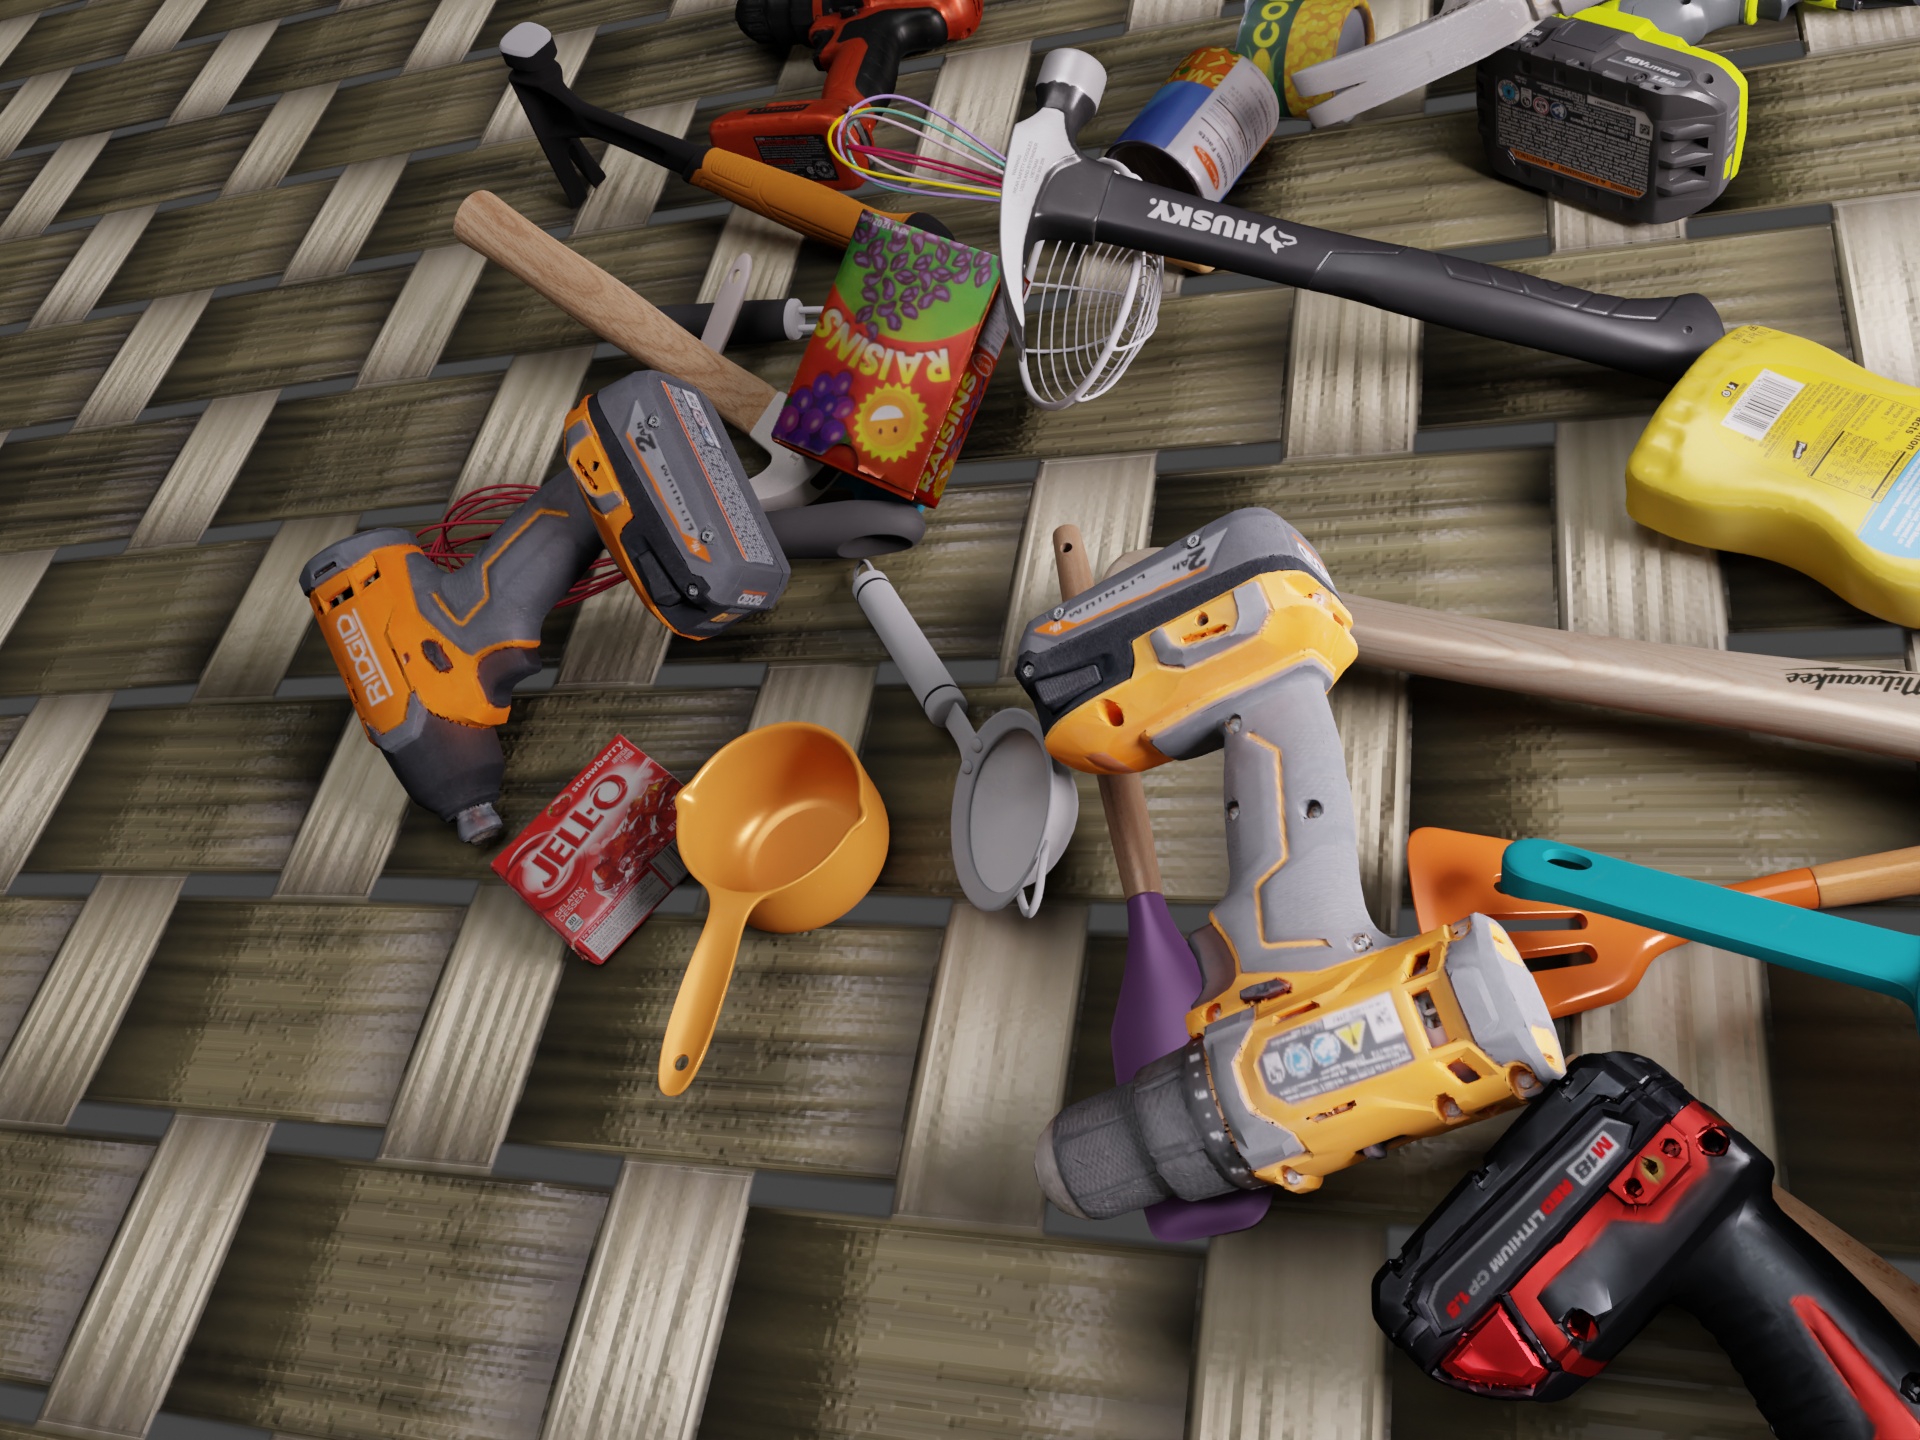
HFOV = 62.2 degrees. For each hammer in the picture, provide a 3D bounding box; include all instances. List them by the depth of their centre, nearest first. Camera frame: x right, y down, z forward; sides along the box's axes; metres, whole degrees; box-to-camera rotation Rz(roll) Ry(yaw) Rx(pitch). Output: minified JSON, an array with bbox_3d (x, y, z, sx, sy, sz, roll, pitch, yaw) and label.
[{"bbox_3d":[0.234,-0.018,0.611,0.411,0.038,0.146,13,32,32],"label":"hammer"},{"bbox_3d":[0.177,-0.201,0.724,0.335,0.035,0.146,16,77,6],"label":"hammer"},{"bbox_3d":[0.285,-0.441,0.873,0.149,0.036,0.359,-13,36,35],"label":"hammer"},{"bbox_3d":[-0.184,-0.220,0.903,0.331,0.031,0.130,37,93,27],"label":"hammer"},{"bbox_3d":[-0.143,-0.332,0.988,0.337,0.127,0.034,28,68,24],"label":"hammer"}]

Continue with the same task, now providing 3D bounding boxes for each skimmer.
[{"bbox_3d":[-0.055,-0.232,0.873,0.363,0.090,0.127,5,87,27],"label":"skimmer"}]

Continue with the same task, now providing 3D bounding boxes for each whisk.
[{"bbox_3d":[-0.158,-0.092,0.829,0.296,0.073,0.073,-1,56,19],"label":"whisk"},{"bbox_3d":[0.031,-0.295,0.891,0.245,0.051,0.047,25,36,18],"label":"whisk"}]

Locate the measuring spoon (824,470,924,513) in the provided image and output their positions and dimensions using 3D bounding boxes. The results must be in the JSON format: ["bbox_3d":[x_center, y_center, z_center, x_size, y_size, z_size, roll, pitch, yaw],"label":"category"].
[{"bbox_3d":[-0.059,-0.130,0.853,0.129,0.021,0.042,30,85,44],"label":"measuring spoon"}]

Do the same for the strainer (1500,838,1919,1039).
[{"bbox_3d":[0.321,0.119,0.465,0.341,0.095,0.211,16,33,38],"label":"strainer"}]

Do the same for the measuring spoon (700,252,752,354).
[{"bbox_3d":[-0.150,-0.211,0.908,0.034,0.018,0.124,27,95,37],"label":"measuring spoon"}]

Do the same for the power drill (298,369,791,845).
[{"bbox_3d":[-0.201,-0.050,0.772,0.226,0.084,0.164,-27,83,16],"label":"power drill"}]

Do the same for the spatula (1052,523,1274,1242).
[{"bbox_3d":[0.073,0.049,0.651,0.060,0.018,0.316,-16,60,11],"label":"spatula"}]

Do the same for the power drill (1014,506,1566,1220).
[{"bbox_3d":[0.089,0.059,0.580,0.185,0.084,0.226,-28,61,22],"label":"power drill"}]

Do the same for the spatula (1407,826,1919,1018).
[{"bbox_3d":[0.324,0.051,0.554,0.322,0.041,0.081,-12,60,12],"label":"spatula"}]

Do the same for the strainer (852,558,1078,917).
[{"bbox_3d":[-0.001,-0.002,0.721,0.086,0.050,0.259,-64,38,28],"label":"strainer"}]

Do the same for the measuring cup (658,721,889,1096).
[{"bbox_3d":[-0.086,0.086,0.685,0.095,0.052,0.174,4,60,24],"label":"measuring cup"}]

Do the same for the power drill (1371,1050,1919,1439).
[{"bbox_3d":[0.222,0.226,0.438,0.188,0.080,0.227,-50,53,6],"label":"power drill"}]

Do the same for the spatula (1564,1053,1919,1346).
[{"bbox_3d":[0.310,0.193,0.457,0.082,0.044,0.318,-48,52,-6],"label":"spatula"}]

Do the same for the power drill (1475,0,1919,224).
[{"bbox_3d":[0.385,-0.352,0.796,0.223,0.080,0.171,-41,51,-13],"label":"power drill"}]
